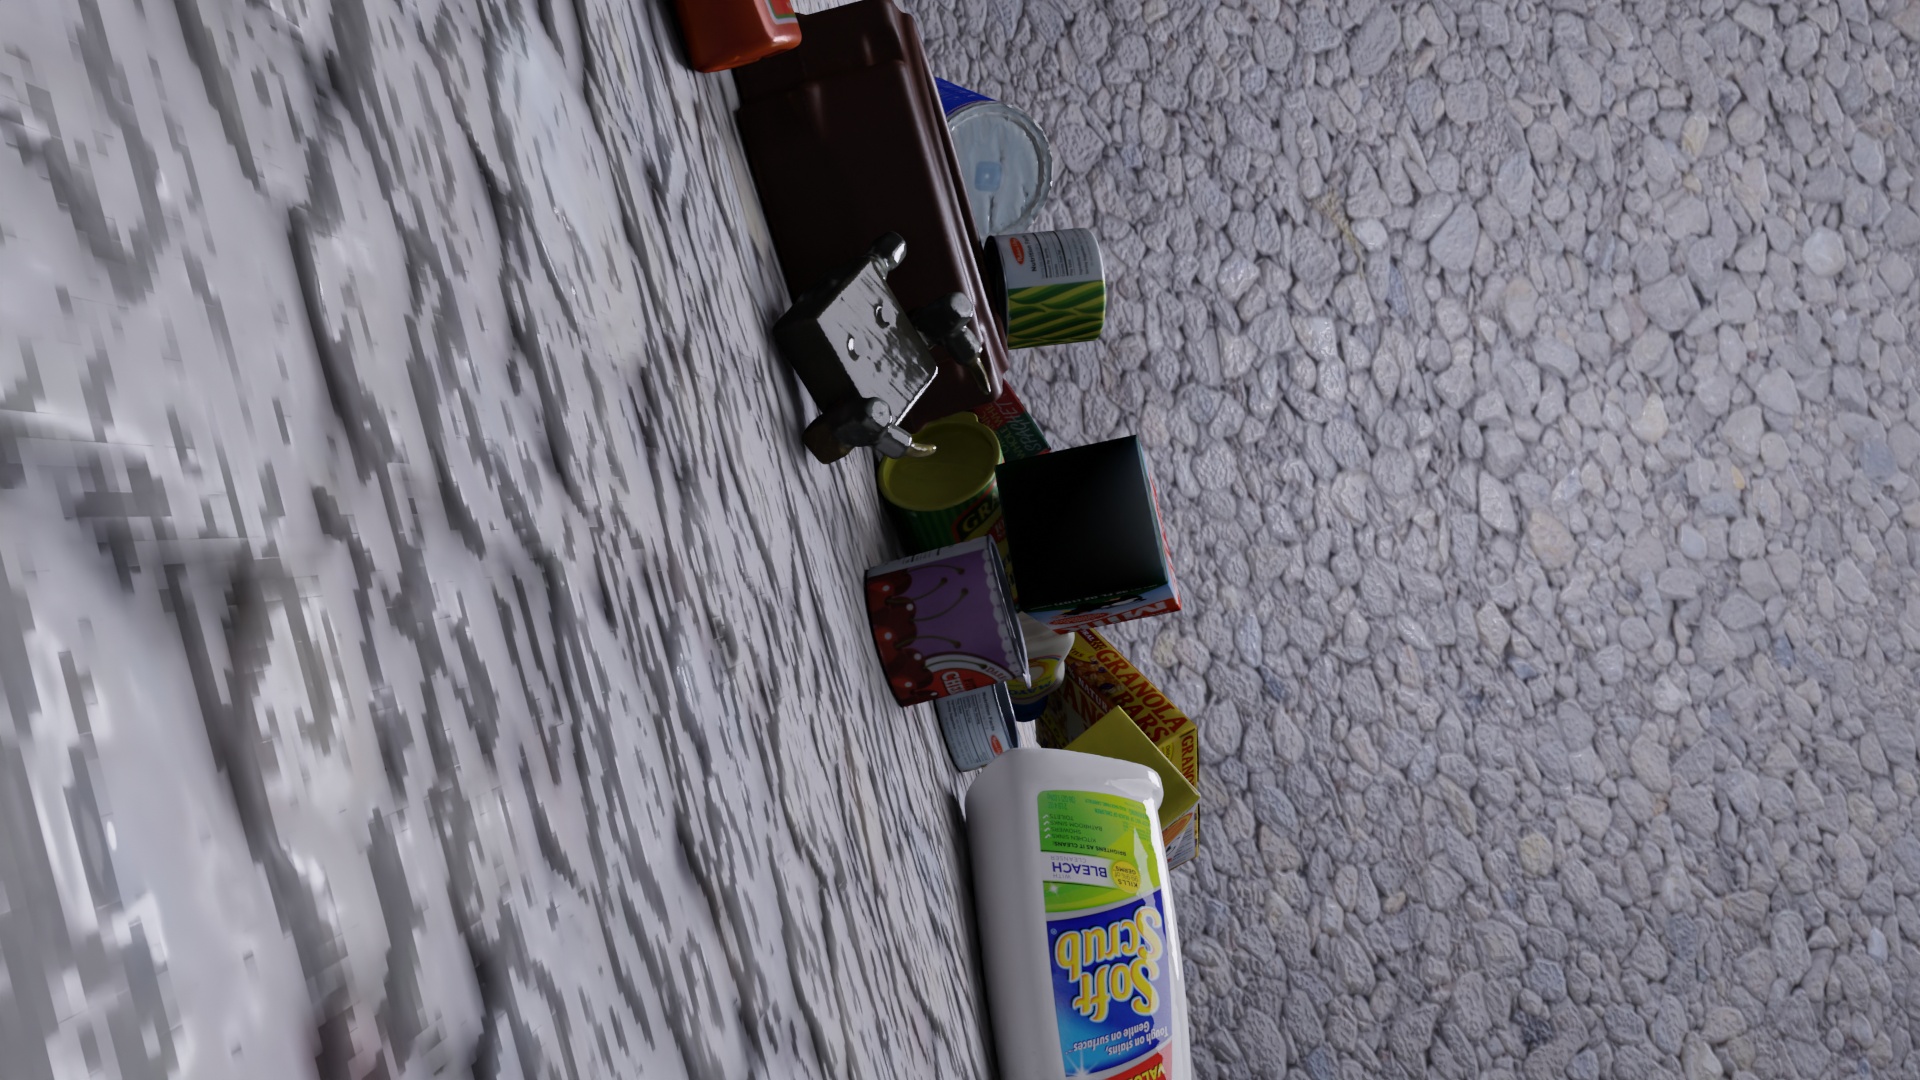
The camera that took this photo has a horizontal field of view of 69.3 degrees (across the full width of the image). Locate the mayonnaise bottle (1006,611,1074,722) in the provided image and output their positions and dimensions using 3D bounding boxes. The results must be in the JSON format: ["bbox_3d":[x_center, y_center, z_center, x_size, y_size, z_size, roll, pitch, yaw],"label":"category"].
[{"bbox_3d":[0.043,0.084,0.947,0.147,0.065,0.041,85,-7,-63],"label":"mayonnaise bottle"}]

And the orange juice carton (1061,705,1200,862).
[{"bbox_3d":[0.089,0.181,0.868,0.073,0.072,0.191,48,-16,21],"label":"orange juice carton"}]

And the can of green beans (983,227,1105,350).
[{"bbox_3d":[0.047,-0.144,0.797,0.071,0.058,0.071,176,-92,-82],"label":"can of green beans"}]

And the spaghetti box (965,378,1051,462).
[{"bbox_3d":[0.016,-0.046,0.872,0.050,0.029,0.249,57,-8,5],"label":"spaghetti box"}]

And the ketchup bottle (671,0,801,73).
[{"bbox_3d":[-0.104,-0.255,0.522,0.065,0.043,0.148,-87,160,-72],"label":"ketchup bottle"}]

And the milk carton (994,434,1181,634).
[{"bbox_3d":[0.073,0.005,0.735,0.190,0.072,0.073,39,40,-76],"label":"milk carton"}]

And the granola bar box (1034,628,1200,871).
[{"bbox_3d":[0.107,0.138,0.987,0.166,0.039,0.123,45,-31,49],"label":"granola bar box"}]

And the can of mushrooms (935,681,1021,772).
[{"bbox_3d":[0.008,0.087,0.741,0.071,0.033,0.071,-19,93,-84],"label":"can of mushrooms"}]

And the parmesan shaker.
[{"bbox_3d":[0.003,-0.009,0.756,0.102,0.071,0.071,69,8,-46],"label":"parmesan shaker"}]

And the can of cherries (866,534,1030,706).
[{"bbox_3d":[-0.005,0.039,0.621,0.071,0.058,0.071,-19,94,-85],"label":"can of cherries"}]
